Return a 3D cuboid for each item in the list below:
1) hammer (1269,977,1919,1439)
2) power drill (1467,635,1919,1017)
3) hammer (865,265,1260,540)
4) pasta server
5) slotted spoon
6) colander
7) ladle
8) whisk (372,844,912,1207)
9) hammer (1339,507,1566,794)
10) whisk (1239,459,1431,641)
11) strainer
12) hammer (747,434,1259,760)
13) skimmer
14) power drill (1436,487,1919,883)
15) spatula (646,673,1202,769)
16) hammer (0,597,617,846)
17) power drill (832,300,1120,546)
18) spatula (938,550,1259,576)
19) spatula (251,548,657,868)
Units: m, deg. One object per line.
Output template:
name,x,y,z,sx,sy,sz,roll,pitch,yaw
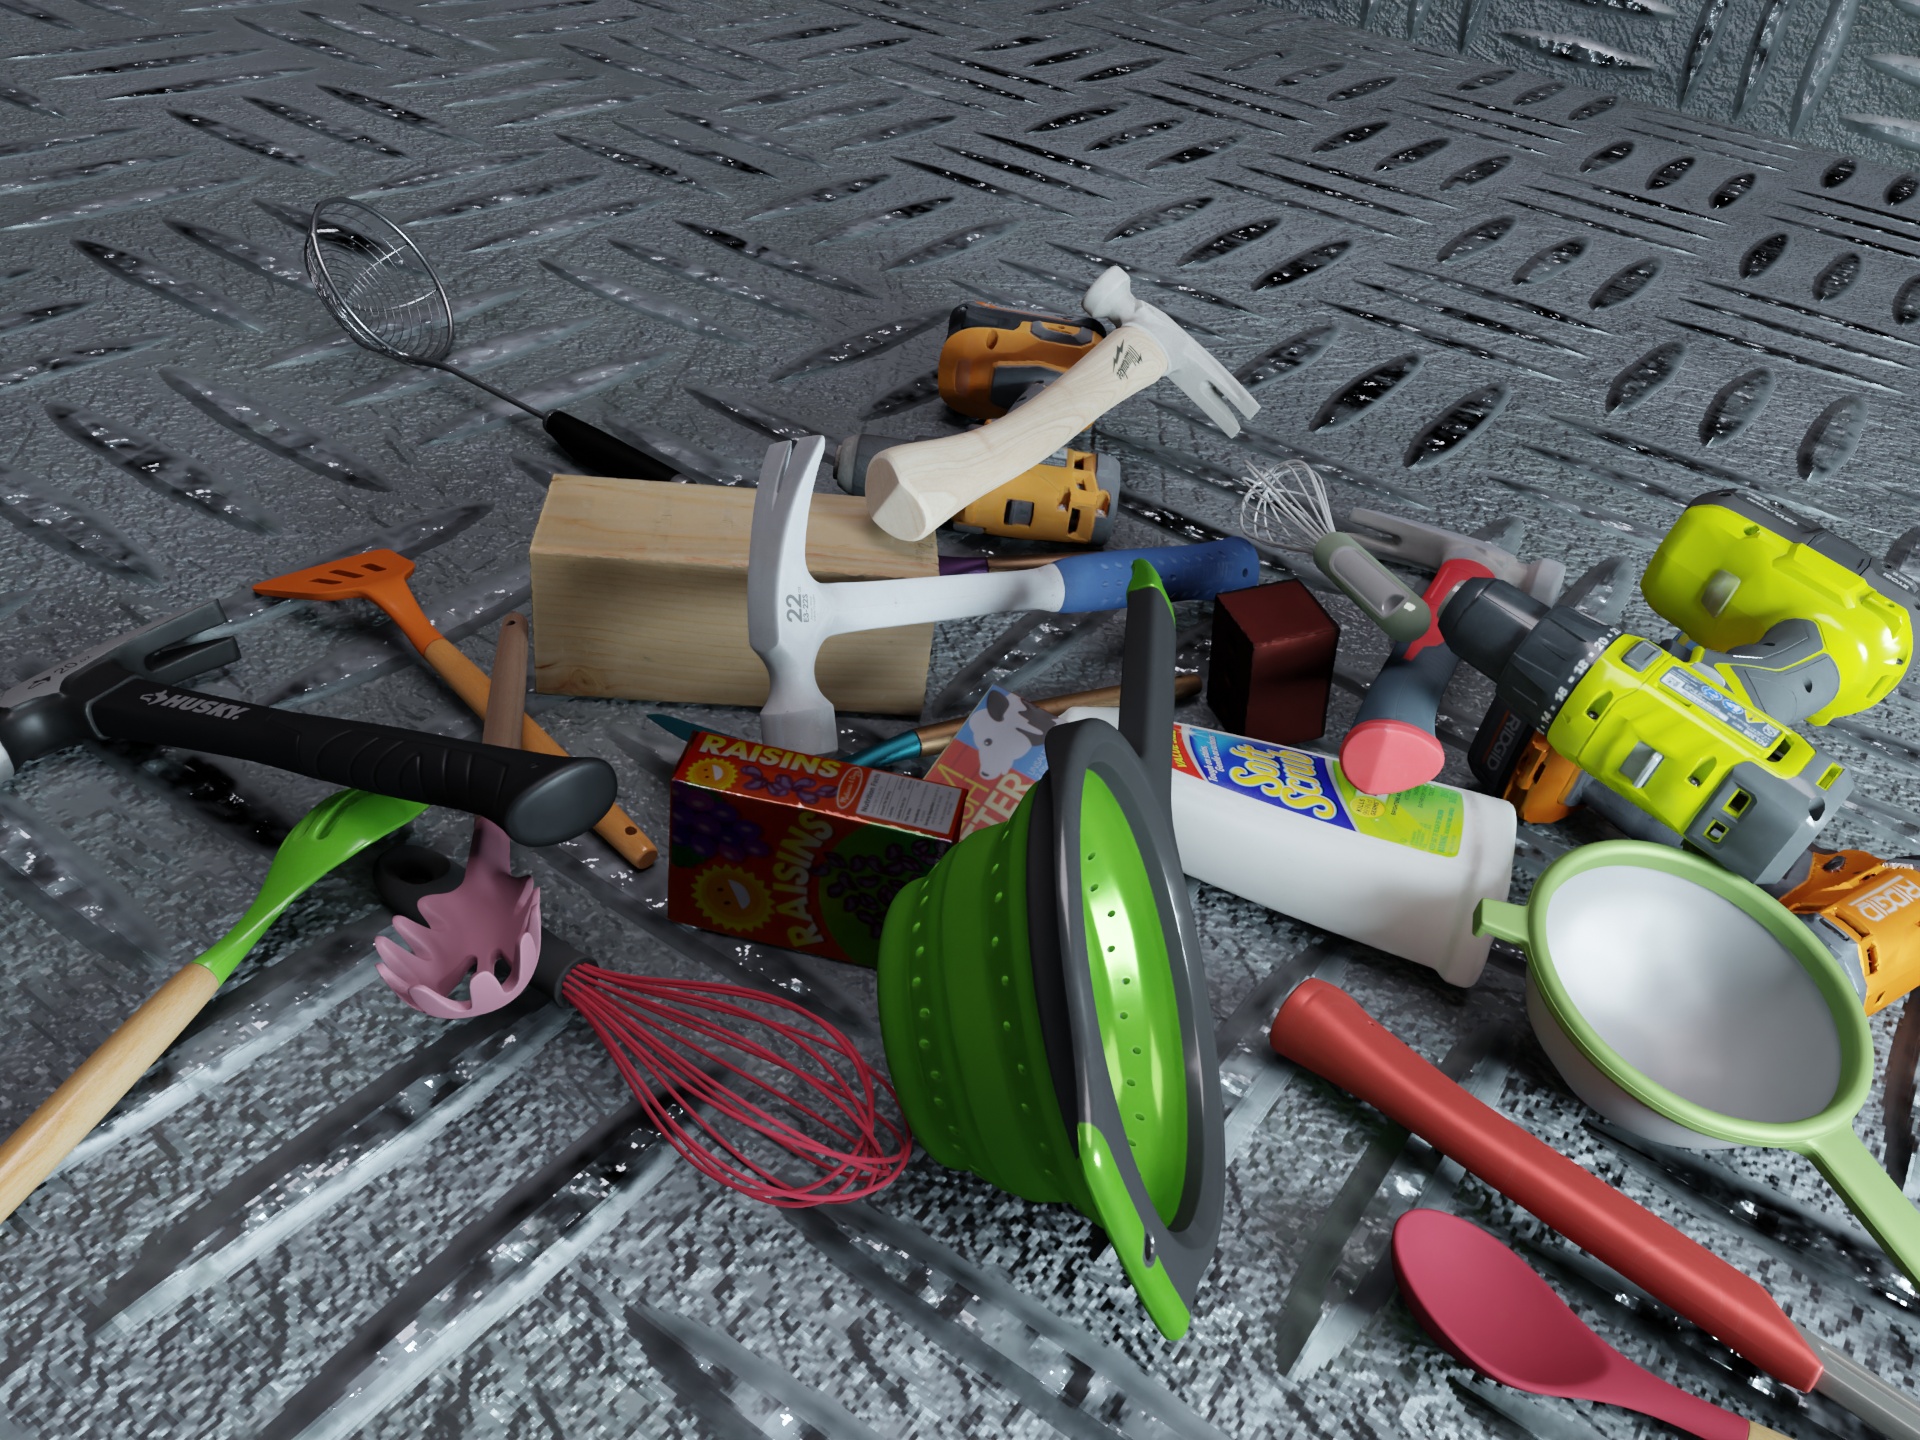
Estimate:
hammer,0.260,0.204,0.574,0.359,0.036,0.149,32,18,35
power drill,0.394,0.052,0.811,0.164,0.084,0.227,-15,45,-32
hammer,0.067,-0.183,0.977,0.146,0.038,0.411,44,37,2
pasta server,-0.207,0.025,0.702,0.060,0.040,0.317,-11,33,-5
slotted spoon,-0.308,0.116,0.613,0.070,0.031,0.314,-15,28,31
colander,0.040,0.057,0.661,0.094,0.204,0.397,-12,35,18
ladle,0.295,0.259,0.547,0.315,0.031,0.069,23,28,16
whisk,-0.140,0.113,0.638,0.296,0.073,0.073,23,37,30
hammer,0.252,-0.049,0.899,0.143,0.038,0.386,20,26,18
whisk,0.210,-0.100,0.909,0.059,0.058,0.247,44,12,-24
strainer,0.326,0.167,0.658,0.151,0.069,0.257,-12,53,-27
hammer,0.043,-0.076,0.846,0.035,0.144,0.405,0,7,41
skimmer,-0.306,-0.251,1.077,0.363,0.090,0.127,29,9,23
power drill,0.359,-0.035,0.781,0.191,0.080,0.228,39,46,24
spatula,-0.001,-0.003,0.833,0.317,0.044,0.082,-11,17,-28
hammer,-0.289,0.006,0.699,0.335,0.035,0.146,8,34,27
power drill,0.016,-0.205,1.092,0.185,0.084,0.226,8,40,-1
spatula,0.040,-0.094,0.991,0.316,0.018,0.060,-3,40,-16
spatula,-0.257,-0.016,0.821,0.081,0.041,0.323,-25,51,-38
